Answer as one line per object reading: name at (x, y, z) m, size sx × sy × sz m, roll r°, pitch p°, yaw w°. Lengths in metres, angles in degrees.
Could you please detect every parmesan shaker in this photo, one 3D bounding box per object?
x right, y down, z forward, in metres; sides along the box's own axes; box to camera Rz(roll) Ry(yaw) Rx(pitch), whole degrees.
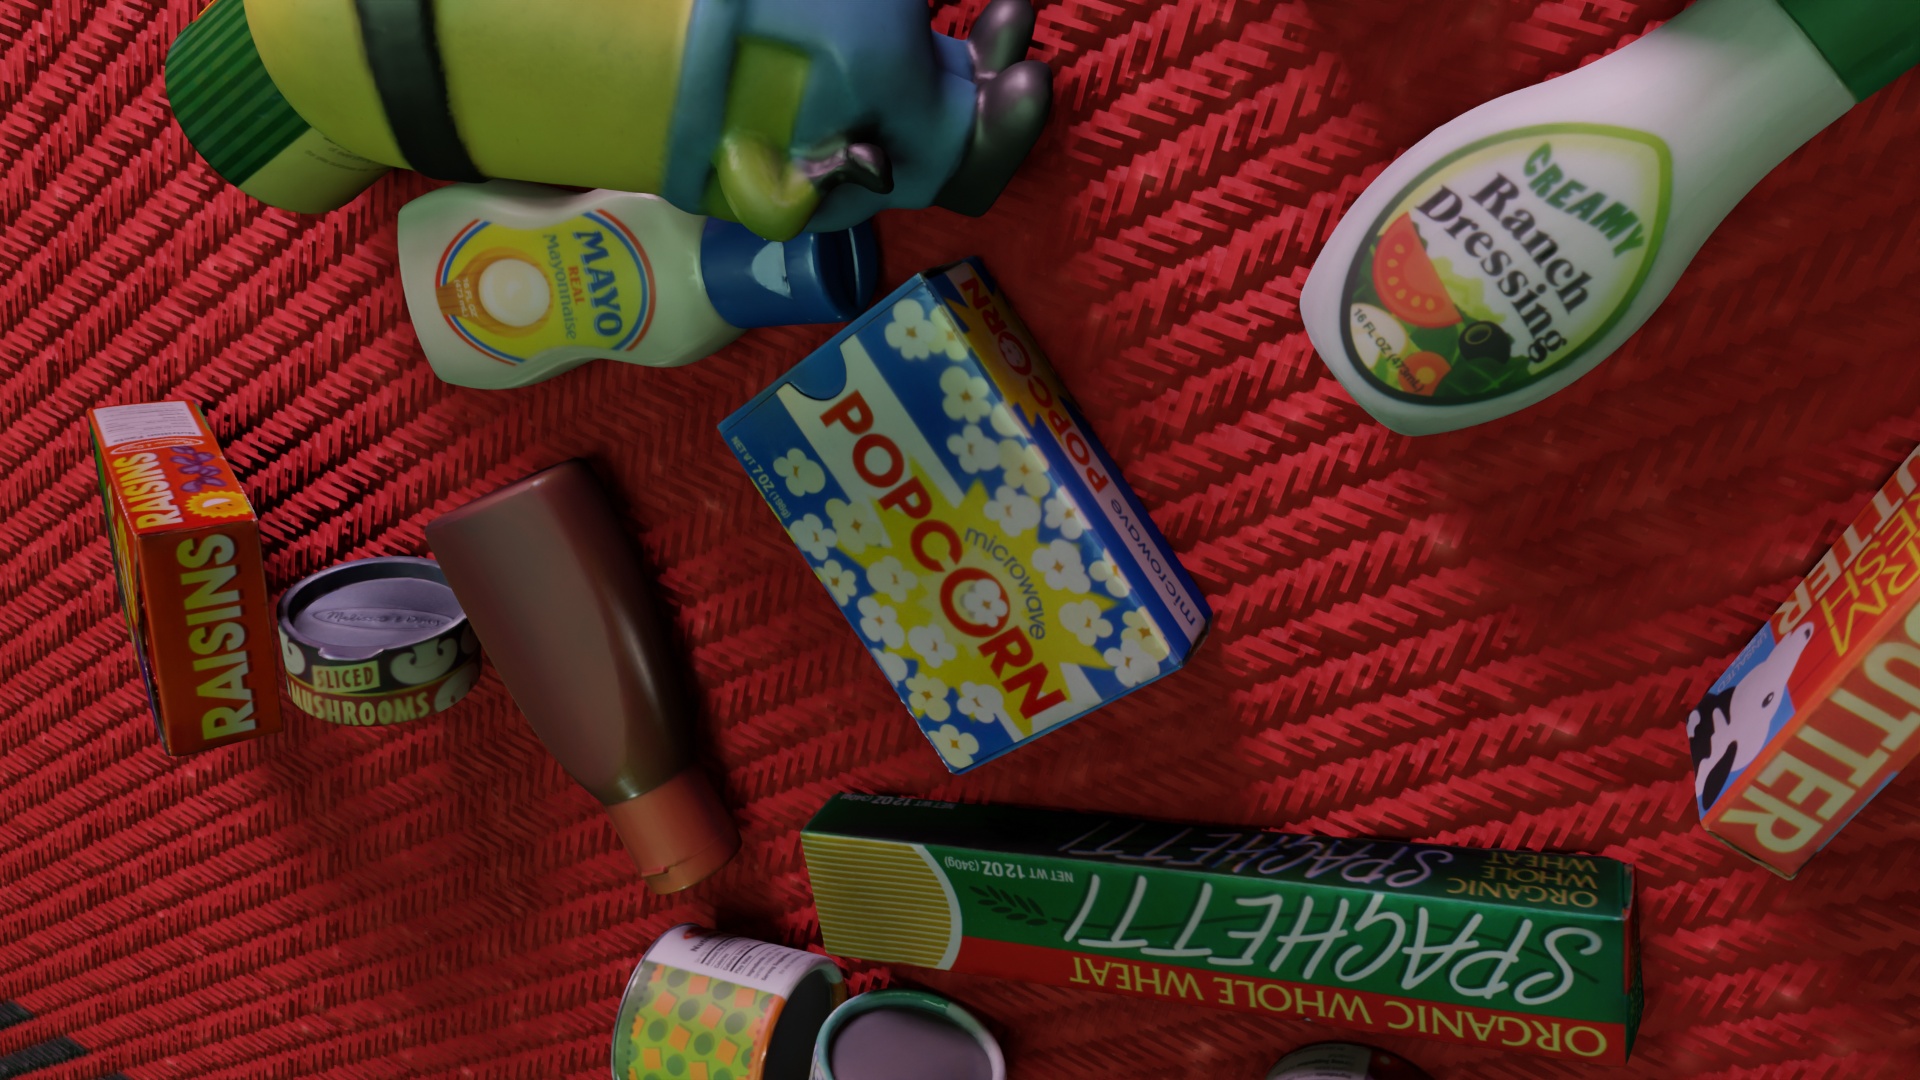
parmesan shaker at (-0.176, -0.147, 0.404) m, size 0.103 × 0.071 × 0.071 m, roll -21°, pitch 100°, yaw 31°

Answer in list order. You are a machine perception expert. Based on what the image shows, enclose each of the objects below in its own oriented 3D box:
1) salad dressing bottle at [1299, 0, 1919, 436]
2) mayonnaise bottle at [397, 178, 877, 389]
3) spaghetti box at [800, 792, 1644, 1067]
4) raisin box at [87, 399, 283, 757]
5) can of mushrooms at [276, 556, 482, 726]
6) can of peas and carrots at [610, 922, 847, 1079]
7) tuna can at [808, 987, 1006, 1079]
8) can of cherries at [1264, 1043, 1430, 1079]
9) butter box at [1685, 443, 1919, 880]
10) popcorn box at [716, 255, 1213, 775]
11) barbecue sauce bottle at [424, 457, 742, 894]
salad dressing bottle at (0.143, -0.081, 0.296) m, size 0.147 × 0.044 × 0.064 m, roll -40°, pitch 90°, yaw 32°
mayonnaise bottle at (-0.097, -0.079, 0.412) m, size 0.148 × 0.041 × 0.064 m, roll 1°, pitch 109°, yaw 25°
spaghetti box at (0.067, 0.112, 0.419) m, size 0.250 × 0.029 × 0.050 m, roll 0°, pitch 111°, yaw 25°
raisin box at (-0.281, 0.009, 0.501) m, size 0.123 × 0.040 × 0.085 m, roll 35°, pitch 126°, yaw 46°
can of mushrooms at (-0.205, 0.036, 0.492) m, size 0.071 × 0.071 × 0.033 m, roll 16°, pitch 118°, yaw 19°
can of peas and carrots at (-0.080, 0.177, 0.491) m, size 0.059 × 0.071 × 0.070 m, roll 6°, pitch 113°, yaw 22°
tuna can at (-0.021, 0.185, 0.466) m, size 0.071 × 0.071 × 0.032 m, roll 20°, pitch 116°, yaw 17°
can of cherries at (0.116, 0.197, 0.413) m, size 0.071 × 0.058 × 0.071 m, roll 9°, pitch 113°, yaw 21°
butter box at (0.202, 0.021, 0.304) m, size 0.024 × 0.053 × 0.103 m, roll 30°, pitch 120°, yaw 9°
popcorn box at (0.001, -0.005, 0.397) m, size 0.085 × 0.038 × 0.126 m, roll -31°, pitch 95°, yaw 33°
barbecue sauce bottle at (-0.123, 0.049, 0.474) m, size 0.064 × 0.044 × 0.148 m, roll -18°, pitch 102°, yaw 30°
